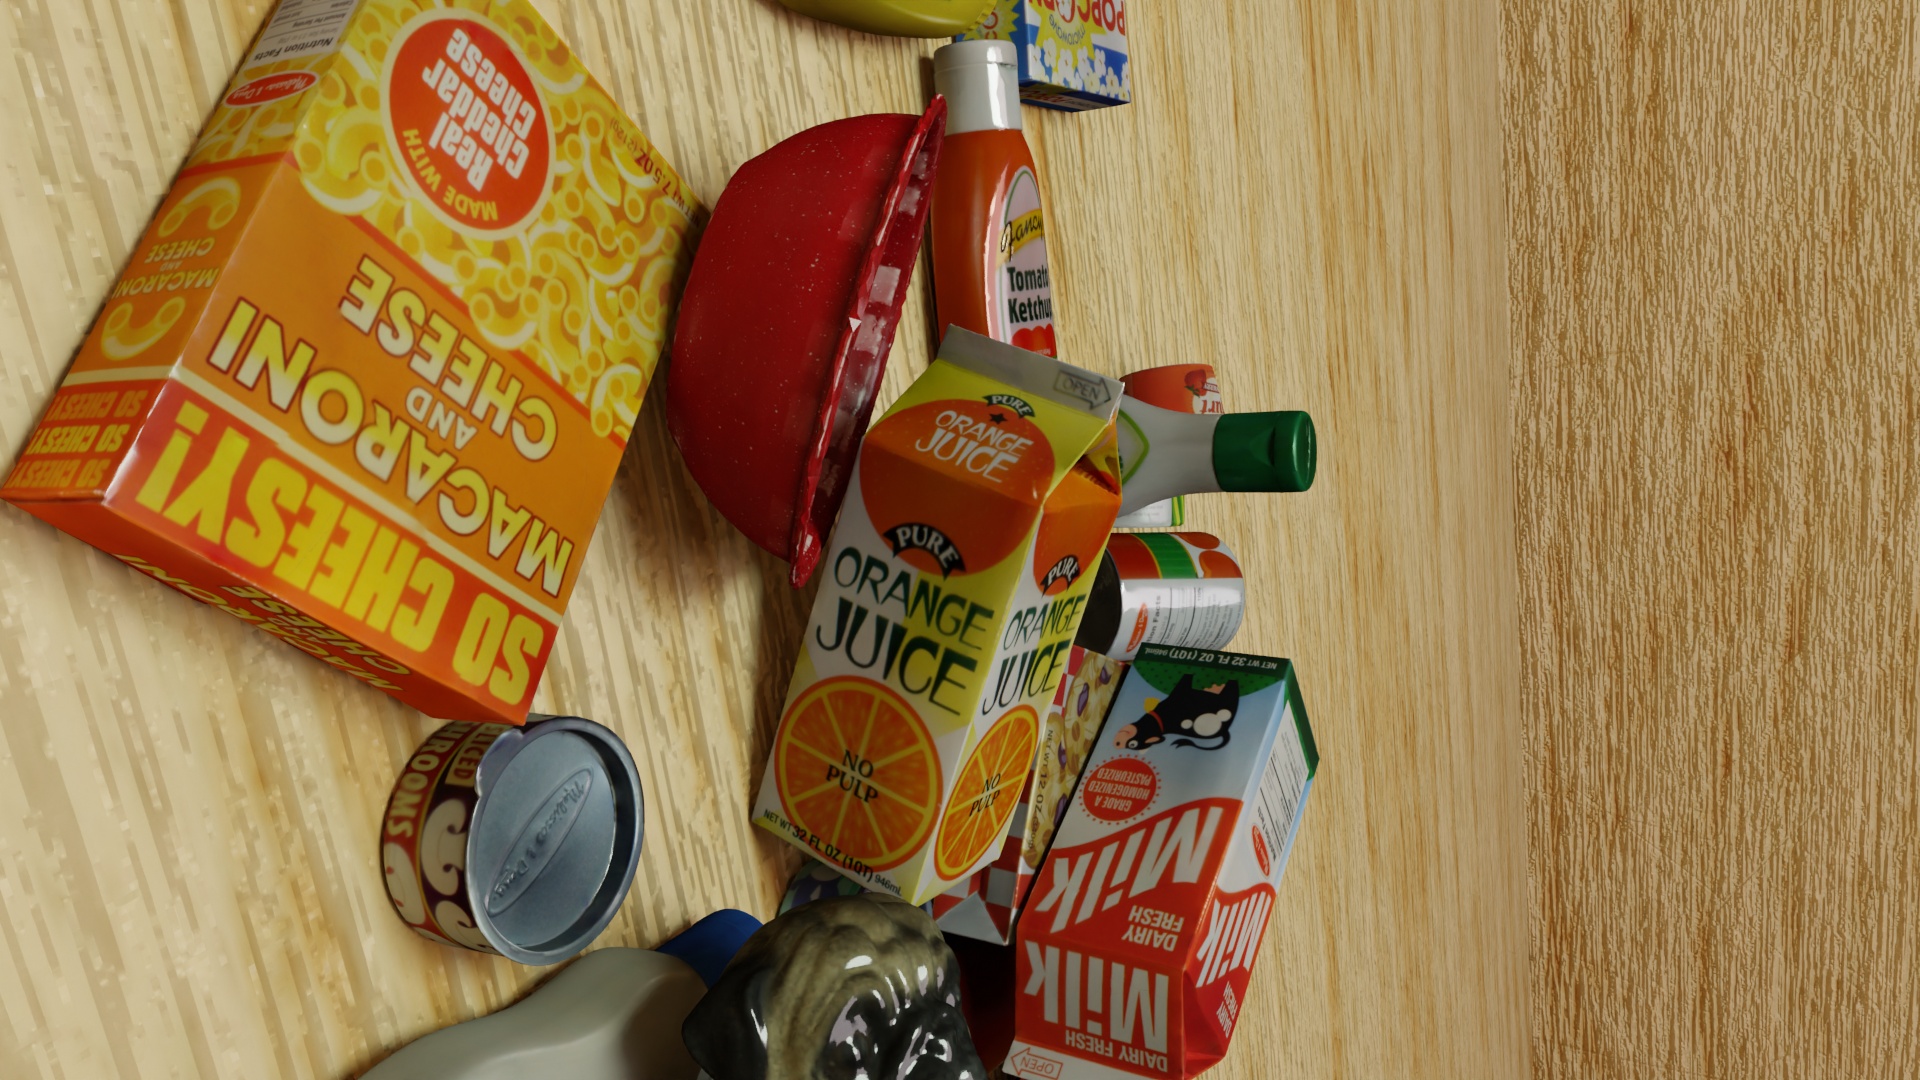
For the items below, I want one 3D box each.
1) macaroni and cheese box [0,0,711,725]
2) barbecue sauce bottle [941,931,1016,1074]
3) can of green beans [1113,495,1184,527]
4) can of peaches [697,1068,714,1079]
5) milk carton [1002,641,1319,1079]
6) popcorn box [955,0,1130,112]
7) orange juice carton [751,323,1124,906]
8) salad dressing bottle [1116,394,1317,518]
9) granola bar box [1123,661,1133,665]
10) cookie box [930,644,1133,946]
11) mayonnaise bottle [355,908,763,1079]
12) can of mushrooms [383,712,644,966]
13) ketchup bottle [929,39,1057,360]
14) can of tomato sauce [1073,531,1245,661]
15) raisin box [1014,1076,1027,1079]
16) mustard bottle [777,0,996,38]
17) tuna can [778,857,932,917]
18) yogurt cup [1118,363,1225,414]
[{"bbox_3d":[-0.134,-0.053,0.349,0.123,0.040,0.167,48,49,-51],"label":"macaroni and cheese box"},{"bbox_3d":[0.013,0.199,0.619,0.149,0.043,0.065,5,87,-62],"label":"barbecue sauce bottle"},{"bbox_3d":[0.084,-0.037,0.724,0.071,0.071,0.057,-5,96,-61],"label":"can of green beans"},{"bbox_3d":[-0.055,0.197,0.479,0.071,0.058,0.071,-1,91,-62],"label":"can of peaches"},{"bbox_3d":[0.084,0.138,0.570,0.191,0.072,0.073,-61,141,-36],"label":"milk carton"},{"bbox_3d":[0.041,-0.257,0.672,0.127,0.038,0.085,-21,109,-60],"label":"popcorn box"},{"bbox_3d":[-0.003,0.024,0.495,0.073,0.072,0.192,-8,118,-62],"label":"orange juice carton"},{"bbox_3d":[0.088,-0.040,0.645,0.044,0.147,0.064,11,81,-61],"label":"salad dressing bottle"},{"bbox_3d":[0.114,0.110,0.808,0.165,0.039,0.125,54,46,-47],"label":"granola bar box"},{"bbox_3d":[0.054,0.115,0.627,0.167,0.040,0.123,25,73,-58],"label":"cookie box"},{"bbox_3d":[-0.107,0.151,0.400,0.148,0.041,0.064,-18,113,-61],"label":"mayonnaise bottle"},{"bbox_3d":[-0.122,0.078,0.380,0.071,0.033,0.071,-4,94,-61],"label":"can of mushrooms"},{"bbox_3d":[0.012,-0.141,0.614,0.065,0.043,0.148,-20,107,-56],"label":"ketchup bottle"},{"bbox_3d":[0.092,0.027,0.709,0.083,0.071,0.071,-1,91,-33],"label":"can of tomato sauce"},{"bbox_3d":[0.069,0.246,0.691,0.124,0.040,0.085,-24,143,-60],"label":"raisin box"},{"bbox_3d":[-0.023,-0.229,0.543,0.161,0.049,0.065,-14,104,-61],"label":"mustard bottle"},{"bbox_3d":[-0.040,0.151,0.532,0.071,0.033,0.071,-2,92,-61],"label":"tuna can"},{"bbox_3d":[0.120,-0.070,0.795,0.072,0.072,0.054,-1,83,-62],"label":"yogurt cup"}]
